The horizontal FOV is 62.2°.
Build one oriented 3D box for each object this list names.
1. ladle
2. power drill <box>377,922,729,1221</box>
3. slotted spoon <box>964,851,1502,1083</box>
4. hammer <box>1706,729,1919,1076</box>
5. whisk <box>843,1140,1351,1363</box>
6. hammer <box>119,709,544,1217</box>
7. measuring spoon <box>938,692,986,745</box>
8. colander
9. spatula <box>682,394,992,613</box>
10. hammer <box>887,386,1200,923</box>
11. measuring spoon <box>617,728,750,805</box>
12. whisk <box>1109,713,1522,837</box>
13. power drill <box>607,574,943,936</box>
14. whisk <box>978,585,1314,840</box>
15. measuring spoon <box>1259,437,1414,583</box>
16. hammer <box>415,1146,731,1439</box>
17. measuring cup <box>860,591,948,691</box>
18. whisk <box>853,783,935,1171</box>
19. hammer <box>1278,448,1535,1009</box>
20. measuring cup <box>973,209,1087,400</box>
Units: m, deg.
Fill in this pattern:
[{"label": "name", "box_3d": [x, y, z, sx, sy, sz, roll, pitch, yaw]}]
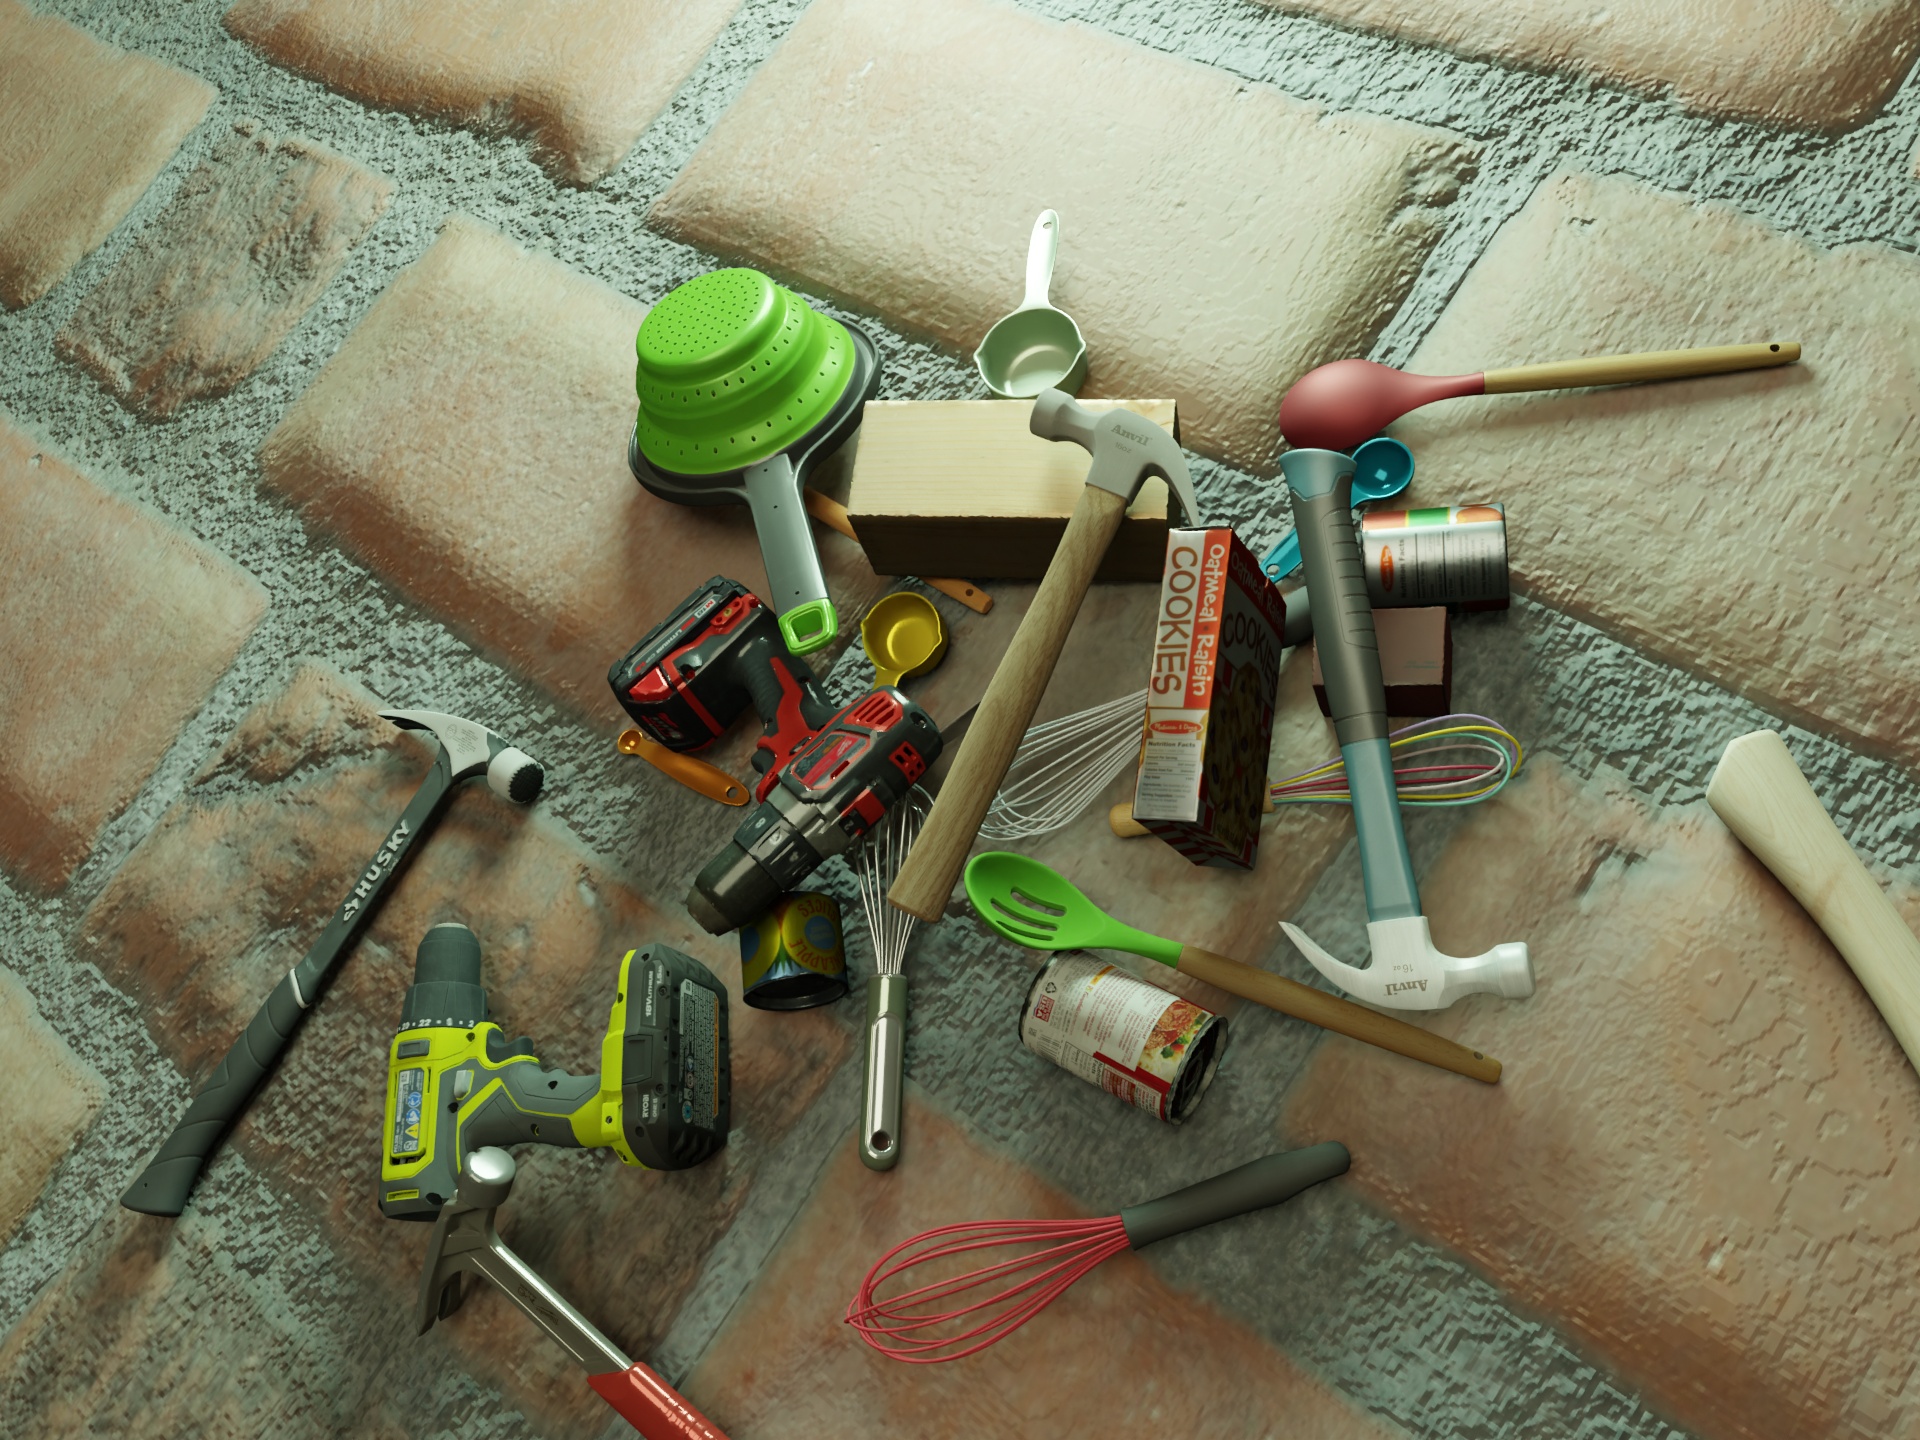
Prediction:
[{"label": "ladle", "box_3d": [0.362, -0.217, 1.016, 0.315, 0.031, 0.069, -3, 67, 17]}, {"label": "power drill", "box_3d": [-0.268, 0.213, 1.024, 0.228, 0.080, 0.191, -11, 65, 18]}, {"label": "slotted spoon", "box_3d": [0.148, 0.144, 0.898, 0.314, 0.031, 0.070, 19, 35, 12]}, {"label": "hammer", "box_3d": [0.505, 0.178, 0.783, 0.146, 0.038, 0.411, -23, 61, 7]}, {"label": "whisk", "box_3d": [0.074, 0.288, 0.878, 0.296, 0.073, 0.073, -20, 62, 5]}, {"label": "hammer", "box_3d": [-0.464, 0.171, 1.137, 0.149, 0.036, 0.409, 27, 79, 29]}, {"label": "measuring spoon", "box_3d": [-0.002, -0.003, 1.051, 0.124, 0.034, 0.018, -35, 55, -3]}, {"label": "colander", "box_3d": [-0.148, -0.202, 1.097, 0.204, 0.094, 0.398, -23, 47, 4]}, {"label": "spatula", "box_3d": [-0.103, -0.154, 1.158, 0.323, 0.041, 0.081, 33, 81, 24]}, {"label": "hammer", "box_3d": [0.043, -0.033, 0.958, 0.130, 0.031, 0.331, 24, 86, 16]}, {"label": "measuring spoon", "box_3d": [-0.193, 0.035, 1.115, 0.117, 0.011, 0.021, 24, 76, 23]}, {"label": "whisk", "box_3d": [0.208, 0.044, 0.949, 0.245, 0.047, 0.051, -12, 65, 20]}, {"label": "power drill", "box_3d": [-0.139, 0.021, 1.027, 0.188, 0.080, 0.227, -44, 48, -9]}, {"label": "whisk", "box_3d": [0.126, -0.010, 0.995, 0.284, 0.070, 0.070, -32, 61, -1]}, {"label": "measuring spoon", "box_3d": [0.241, -0.129, 1.029, 0.128, 0.021, 0.042, -43, 61, 8]}, {"label": "hammer", "box_3d": [-0.174, 0.403, 0.909, 0.359, 0.036, 0.149, 33, 118, 21]}, {"label": "measuring cup", "box_3d": [-0.048, -0.009, 1.078, 0.062, 0.029, 0.156, 12, 84, 23]}, {"label": "whisk", "box_3d": [-0.044, 0.152, 0.988, 0.057, 0.059, 0.246, 5, 71, -8]}, {"label": "hammer", "box_3d": [0.229, -0.001, 0.906, 0.128, 0.033, 0.331, -12, 76, 22]}, {"label": "measuring cup", "box_3d": [0.059, -0.294, 1.153, 0.083, 0.038, 0.168, -1, 65, 20]}]
